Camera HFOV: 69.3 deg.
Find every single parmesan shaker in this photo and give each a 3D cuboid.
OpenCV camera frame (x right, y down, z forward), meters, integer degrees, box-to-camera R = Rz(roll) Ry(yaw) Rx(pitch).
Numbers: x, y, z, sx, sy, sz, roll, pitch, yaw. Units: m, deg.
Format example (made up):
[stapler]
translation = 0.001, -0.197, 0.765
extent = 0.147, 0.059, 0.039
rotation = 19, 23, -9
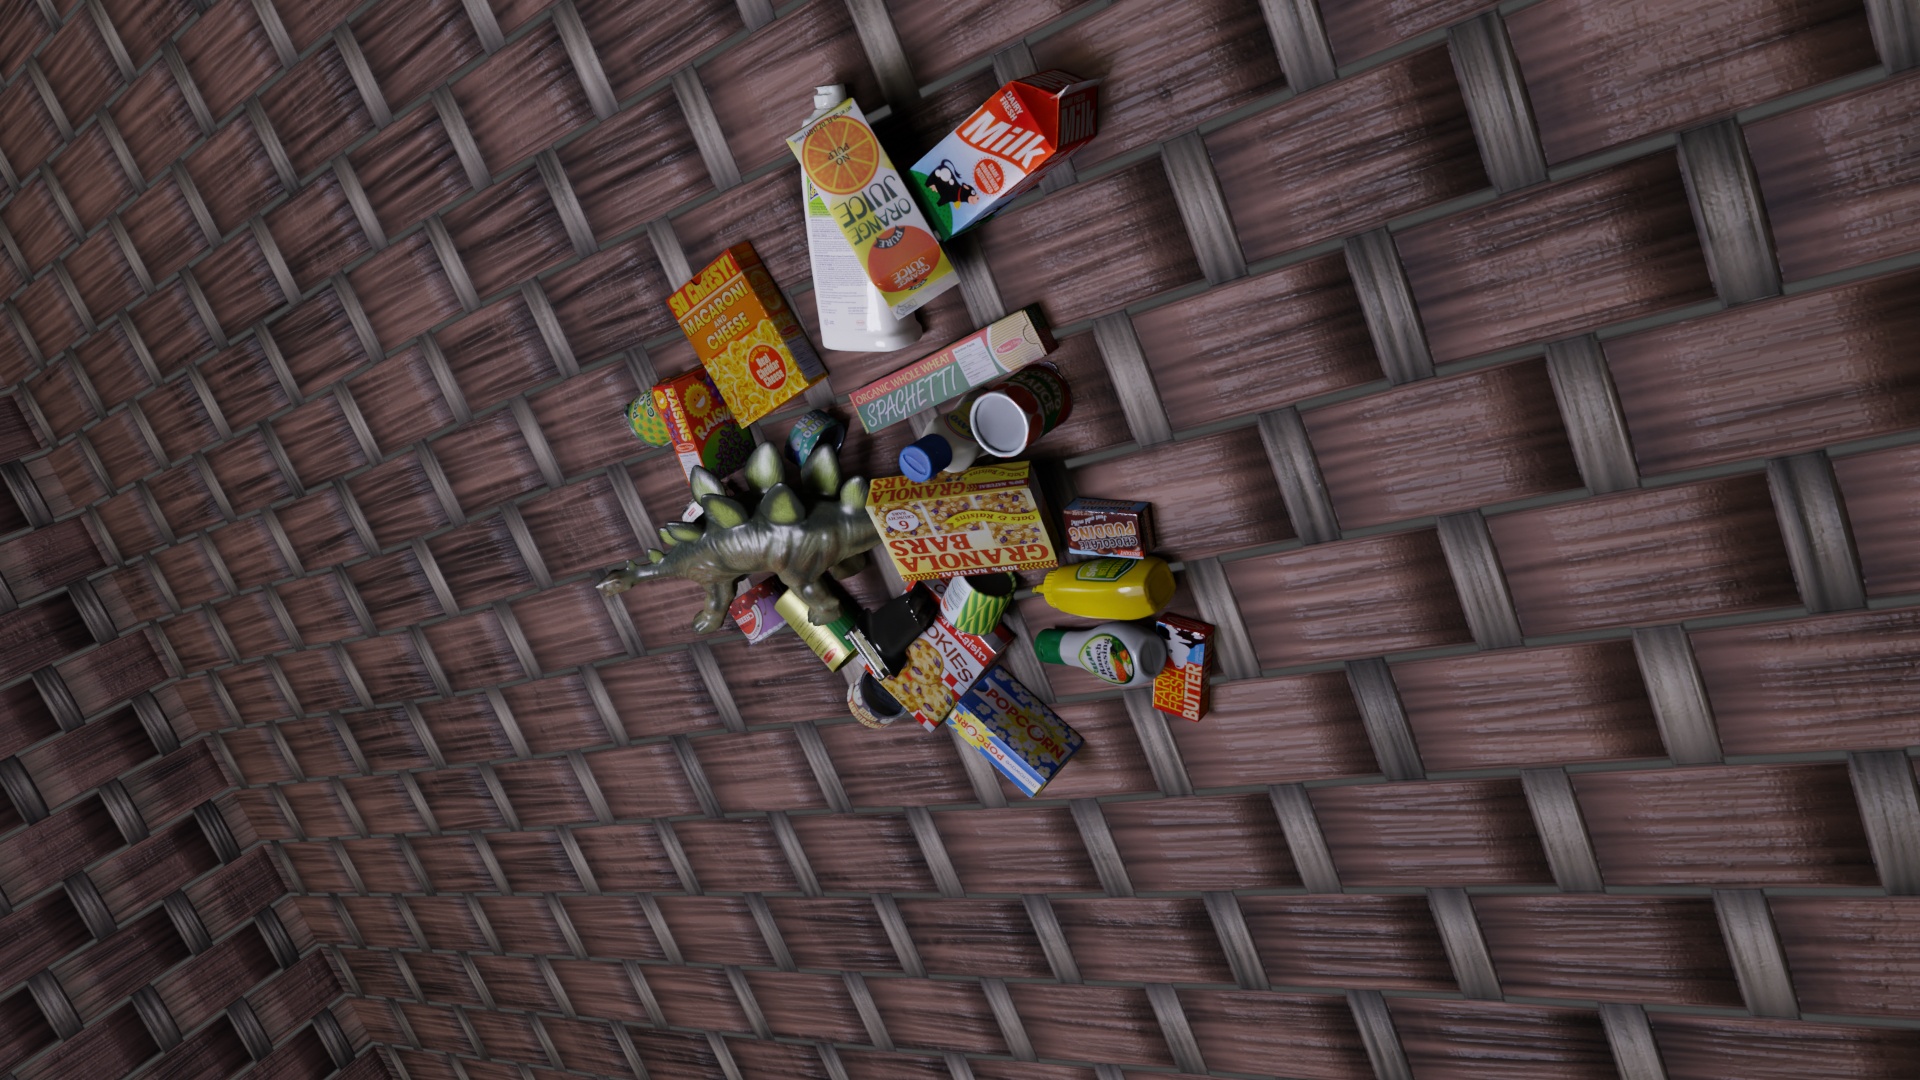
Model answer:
[parmesan shaker]
translation = -0.154, 0.091, 1.595
extent = 0.103, 0.071, 0.071
rotation = 47, 131, 7

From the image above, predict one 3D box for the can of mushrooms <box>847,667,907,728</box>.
[can of mushrooms]
translation = -0.095, 0.182, 1.597
extent = 0.071, 0.071, 0.033
rotation = 51, 134, 3

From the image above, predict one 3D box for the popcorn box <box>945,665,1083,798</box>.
[popcorn box]
translation = 0.059, 0.204, 1.488
extent = 0.127, 0.085, 0.038
rotation = 41, 131, 11

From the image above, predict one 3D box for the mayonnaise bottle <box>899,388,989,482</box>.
[mayonnaise bottle]
translation = -0.003, -0.098, 1.330
extent = 0.065, 0.149, 0.041
rotation = 40, 129, 12

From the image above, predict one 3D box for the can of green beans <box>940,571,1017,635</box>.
[can of green beans]
translation = 0.019, 0.056, 1.451
extent = 0.071, 0.071, 0.057
rotation = 37, 129, 14

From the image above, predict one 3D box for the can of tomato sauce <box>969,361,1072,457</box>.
[can of tomato sauce]
translation = 0.058, -0.124, 1.316
extent = 0.071, 0.083, 0.070
rotation = 17, 123, 28

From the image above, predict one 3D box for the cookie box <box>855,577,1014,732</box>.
[cookie box]
translation = -0.030, 0.119, 1.538
extent = 0.123, 0.040, 0.166
rotation = 44, 132, 9

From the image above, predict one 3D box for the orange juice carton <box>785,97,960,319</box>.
[orange juice carton]
translation = -0.078, -0.303, 1.276
extent = 0.072, 0.073, 0.192
rotation = -30, 103, 5

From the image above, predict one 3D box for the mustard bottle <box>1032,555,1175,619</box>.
[mustard bottle]
translation = 0.131, 0.047, 1.369
extent = 0.160, 0.065, 0.048
rotation = -3, 117, 41

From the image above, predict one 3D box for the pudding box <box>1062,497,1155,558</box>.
[pudding box]
translation = 0.144, -0.012, 1.349
extent = 0.083, 0.030, 0.049
rotation = 5, 117, 34

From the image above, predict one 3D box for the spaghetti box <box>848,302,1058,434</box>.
[spaghetti box]
translation = -0.013, -0.168, 1.381
extent = 0.249, 0.029, 0.050
rotation = -19, 101, 40

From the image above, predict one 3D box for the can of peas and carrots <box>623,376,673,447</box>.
[can of peas and carrots]
translation = -0.342, -0.149, 1.601
extent = 0.058, 0.071, 0.071
rotation = -25, 97, 41

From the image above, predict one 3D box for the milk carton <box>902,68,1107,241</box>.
[milk carton]
translation = 0.045, -0.347, 1.215
extent = 0.190, 0.073, 0.073
rotation = -30, 94, 41

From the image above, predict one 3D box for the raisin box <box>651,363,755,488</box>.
[raisin box]
translation = -0.285, -0.131, 1.558
extent = 0.040, 0.086, 0.123
rotation = -5, 110, 39

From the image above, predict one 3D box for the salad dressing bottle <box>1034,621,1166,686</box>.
[salad dressing bottle]
translation = 0.137, 0.111, 1.394
extent = 0.147, 0.044, 0.064
rotation = 1, 110, 49

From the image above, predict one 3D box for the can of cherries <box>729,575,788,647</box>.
[can of cherries]
translation = -0.237, 0.084, 1.647
extent = 0.071, 0.072, 0.058
rotation = -30, 94, 42

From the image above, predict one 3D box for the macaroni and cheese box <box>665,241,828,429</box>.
[macaroni and cheese box]
translation = -0.233, -0.221, 1.504
extent = 0.123, 0.040, 0.166
rotation = -26, 97, 41

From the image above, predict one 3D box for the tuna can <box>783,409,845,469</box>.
[tuna can]
translation = -0.157, -0.107, 1.490
extent = 0.033, 0.071, 0.070
rotation = 36, 129, 16

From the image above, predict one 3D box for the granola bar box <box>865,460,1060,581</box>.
[granola bar box]
translation = 0.005, -0.017, 1.376
extent = 0.165, 0.039, 0.123
rotation = -6, 139, 17

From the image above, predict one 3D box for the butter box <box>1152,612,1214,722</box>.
[butter box]
translation = 0.219, 0.125, 1.371
extent = 0.053, 0.024, 0.103
rotation = 15, 121, 30
